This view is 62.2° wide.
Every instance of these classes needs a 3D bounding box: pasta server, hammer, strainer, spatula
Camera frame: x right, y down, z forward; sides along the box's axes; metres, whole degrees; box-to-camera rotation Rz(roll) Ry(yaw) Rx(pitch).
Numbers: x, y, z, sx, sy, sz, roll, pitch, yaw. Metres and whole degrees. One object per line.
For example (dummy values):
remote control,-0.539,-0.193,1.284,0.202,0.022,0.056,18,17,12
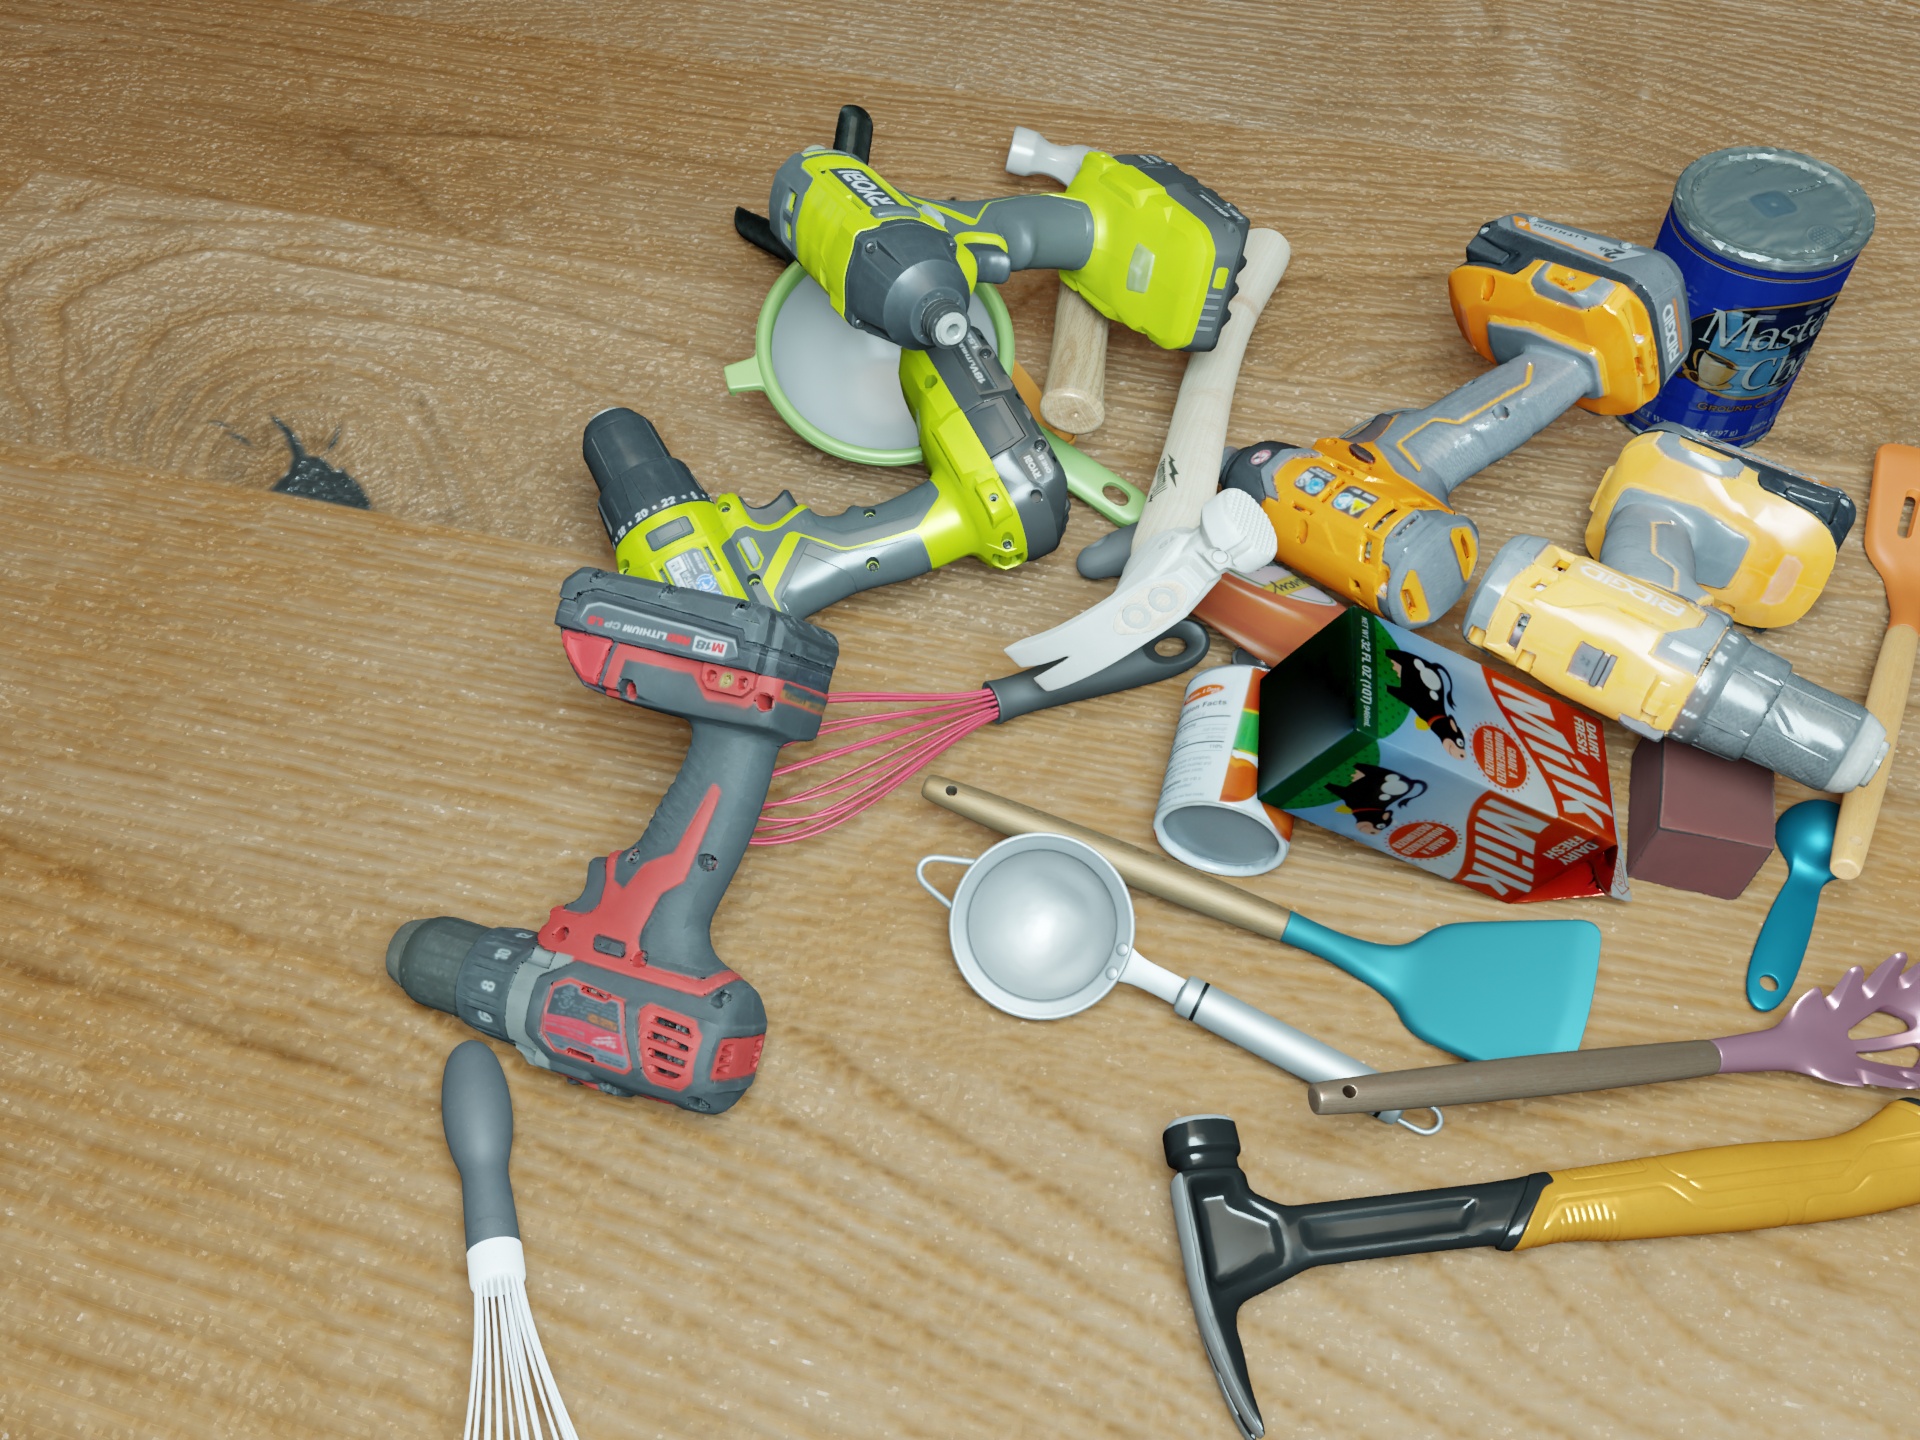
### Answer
pasta server,0.299,0.143,0.677,0.316,0.040,0.060,-3,59,-12
hammer,0.080,-0.273,0.975,0.130,0.031,0.332,14,42,-5
hammer,0.129,-0.172,0.892,0.038,0.146,0.411,44,38,-18
strainer,0.098,0.124,0.727,0.258,0.050,0.087,26,92,13
spatula,0.129,0.081,0.743,0.317,0.044,0.082,20,67,9
strainer,-0.002,-0.182,0.947,0.256,0.069,0.151,34,75,4
hammer,0.259,0.208,0.659,0.337,0.034,0.127,-7,58,-4
spatula,0.480,-0.036,0.810,0.081,0.041,0.323,25,49,18

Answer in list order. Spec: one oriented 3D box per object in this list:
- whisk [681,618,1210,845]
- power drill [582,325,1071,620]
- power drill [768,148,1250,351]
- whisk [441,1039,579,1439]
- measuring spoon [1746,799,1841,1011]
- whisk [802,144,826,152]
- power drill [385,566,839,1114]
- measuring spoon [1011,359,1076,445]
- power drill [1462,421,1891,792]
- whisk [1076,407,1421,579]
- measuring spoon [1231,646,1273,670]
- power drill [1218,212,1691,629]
whisk,-0.001,-0.003,0.815,0.296,0.073,0.073,-18,55,-18
power drill,-0.076,-0.119,0.851,0.228,0.080,0.191,-27,77,-8
power drill,0.032,-0.242,0.835,0.223,0.080,0.171,-9,41,-27
whisk,-0.183,0.250,0.642,0.070,0.070,0.285,-15,51,-8
measuring spoon,0.399,0.084,0.752,0.042,0.021,0.129,26,58,20
whisk,-0.050,-0.319,1.054,0.059,0.057,0.247,-42,53,9
power drill,-0.161,0.050,0.726,0.188,0.080,0.227,12,87,20
measuring spoon,0.038,-0.202,0.987,0.021,0.011,0.117,-26,53,-12
power drill,0.371,-0.057,0.781,0.185,0.084,0.226,30,41,23
whisk,0.177,-0.126,0.904,0.239,0.055,0.055,-20,55,-6
measuring spoon,0.202,-0.011,0.838,0.124,0.018,0.034,17,34,7
power drill,0.247,-0.162,0.834,0.226,0.084,0.164,-43,44,-8
